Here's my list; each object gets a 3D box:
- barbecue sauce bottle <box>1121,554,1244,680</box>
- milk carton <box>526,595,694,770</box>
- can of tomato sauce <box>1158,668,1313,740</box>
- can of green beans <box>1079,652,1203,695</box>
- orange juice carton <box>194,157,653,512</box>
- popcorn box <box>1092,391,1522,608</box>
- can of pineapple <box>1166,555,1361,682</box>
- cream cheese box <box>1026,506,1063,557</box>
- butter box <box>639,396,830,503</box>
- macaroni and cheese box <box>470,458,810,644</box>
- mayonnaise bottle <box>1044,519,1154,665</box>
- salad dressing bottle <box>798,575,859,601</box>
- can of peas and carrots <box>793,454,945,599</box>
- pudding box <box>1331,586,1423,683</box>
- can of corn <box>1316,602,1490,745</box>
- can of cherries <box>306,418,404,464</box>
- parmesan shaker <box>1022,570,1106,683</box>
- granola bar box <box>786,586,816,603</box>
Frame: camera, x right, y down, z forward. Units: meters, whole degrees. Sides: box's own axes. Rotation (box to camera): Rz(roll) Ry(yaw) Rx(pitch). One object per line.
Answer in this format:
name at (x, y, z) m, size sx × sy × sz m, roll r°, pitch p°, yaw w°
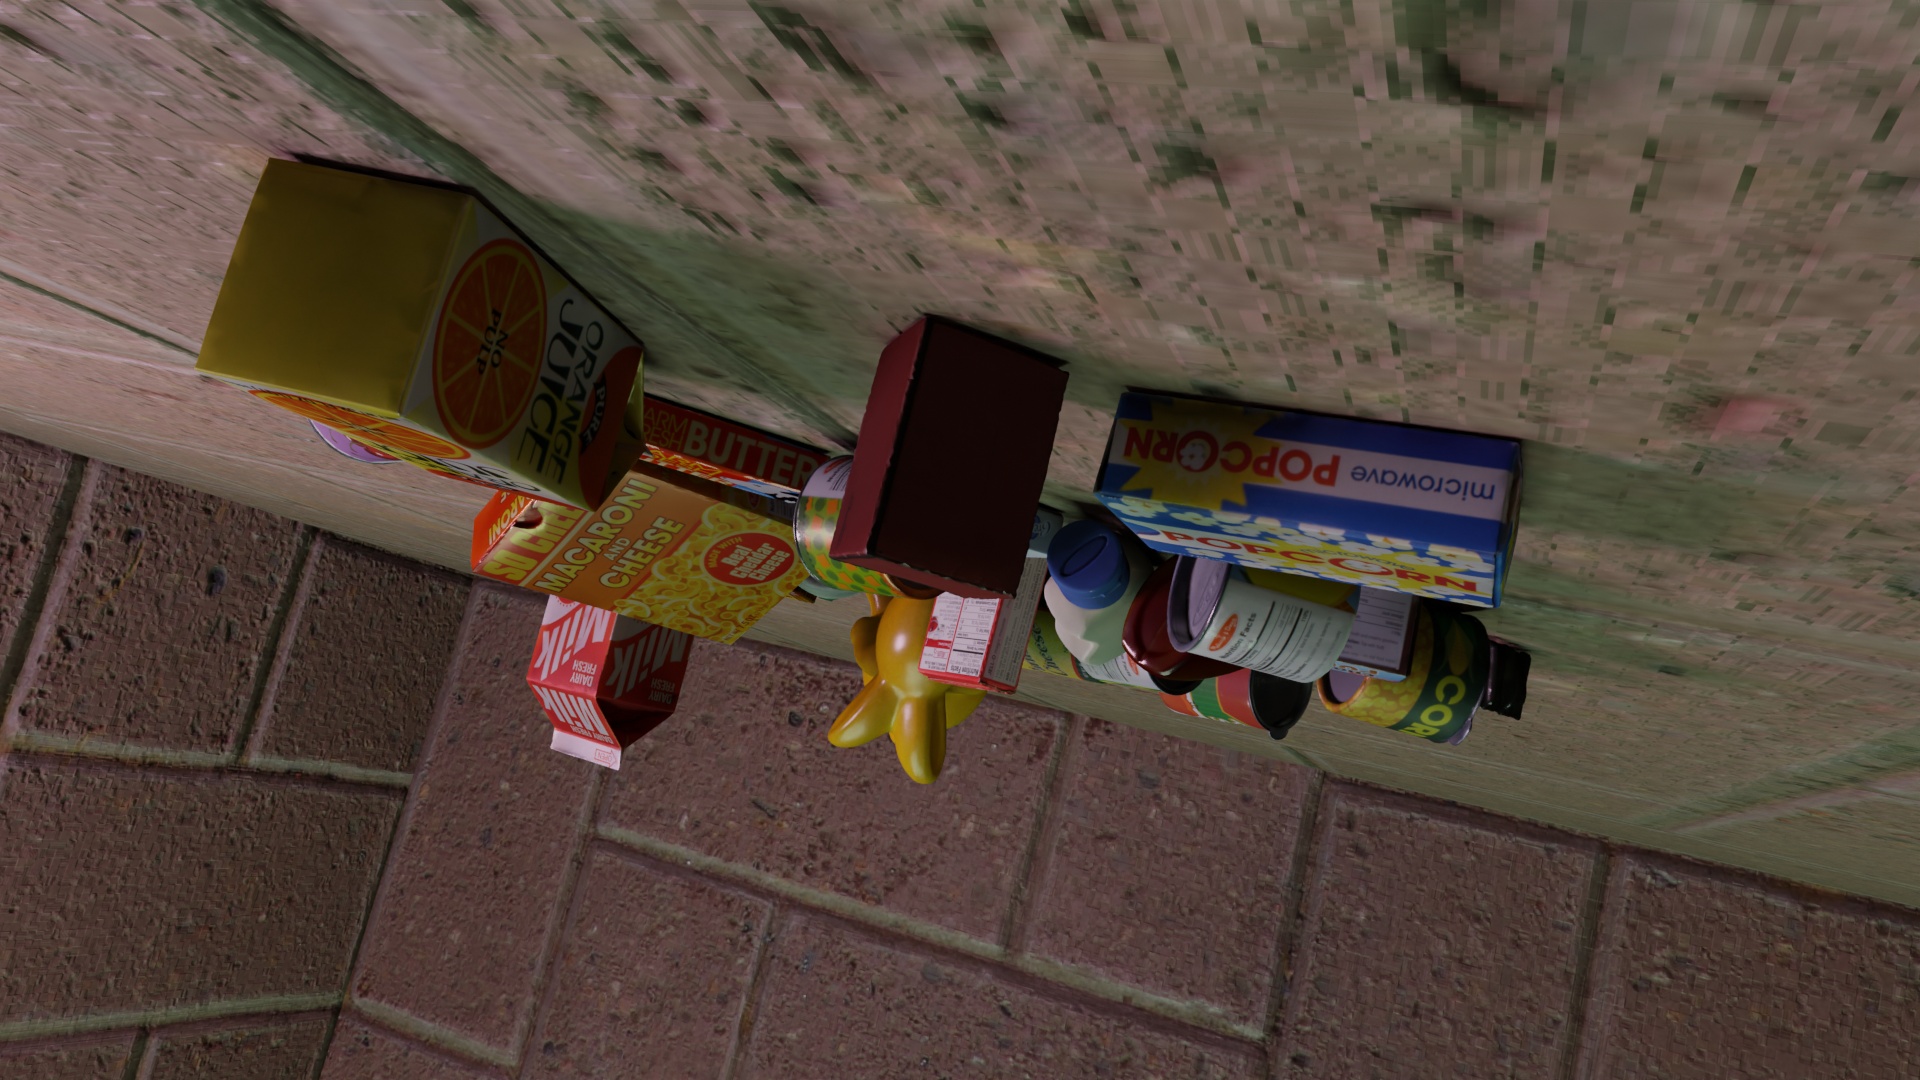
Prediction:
barbecue sauce bottle at (0.138, 0.043, 0.729) m, size 0.044 × 0.064 × 0.148 m, roll 37°, pitch -168°, yaw 28°
milk carton at (-0.225, 0.052, 0.926) m, size 0.072 × 0.191 × 0.073 m, roll 8°, pitch 169°, yaw 36°
can of tomato sauce at (0.182, 0.091, 0.927) m, size 0.071 × 0.071 × 0.083 m, roll 21°, pitch 169°, yaw -39°
can of green beans at (0.110, 0.056, 0.828) m, size 0.071 × 0.071 × 0.058 m, roll 21°, pitch 169°, yaw -39°
orange juice carton at (-0.176, -0.061, 0.507) m, size 0.072 × 0.073 × 0.192 m, roll 13°, pitch 172°, yaw 9°
popcorn box at (0.118, -0.012, 0.463) m, size 0.127 × 0.038 × 0.085 m, roll 10°, pitch 172°, yaw 22°
can of pineapple at (0.125, 0.020, 0.577) m, size 0.058 × 0.071 × 0.071 m, roll 15°, pitch 171°, yaw -9°
cream cheese box at (0.003, -0.009, 0.722) m, size 0.053 × 0.024 × 0.103 m, roll 17°, pitch 171°, yaw -30°
butter box at (-0.121, -0.044, 0.692) m, size 0.103 × 0.024 × 0.053 m, roll 17°, pitch 172°, yaw -20°
macaroni and cheese box at (-0.168, -0.004, 0.777) m, size 0.166 × 0.040 × 0.123 m, roll 20°, pitch 135°, yaw -35°
mayonnaise bottle at (0.073, 0.025, 0.718) m, size 0.041 × 0.065 × 0.148 m, roll 49°, pitch 179°, yaw 19°
salad dressing bottle at (-0.096, 0.020, 1.015) m, size 0.064 × 0.044 × 0.147 m, roll 15°, pitch 173°, yaw -1°
can of peas and carrots at (-0.034, -0.005, 0.655) m, size 0.058 × 0.071 × 0.071 m, roll 5°, pitch 167°, yaw 44°
pudding box at (0.165, 0.032, 0.636) m, size 0.084 × 0.050 × 0.030 m, roll 12°, pitch 169°, yaw 11°
can of corn at (0.217, 0.062, 0.683) m, size 0.058 × 0.071 × 0.071 m, roll 16°, pitch 171°, yaw -9°
can of cherries at (-0.249, -0.069, 0.607) m, size 0.071 × 0.071 × 0.058 m, roll 21°, pitch 169°, yaw -36°
parmesan shaker at (0.052, 0.049, 0.894) m, size 0.103 × 0.071 × 0.071 m, roll 8°, pitch 169°, yaw 31°
granola bar box at (-0.182, 0.006, 1.070) m, size 0.124 × 0.039 × 0.165 m, roll 13°, pitch 171°, yaw 9°
